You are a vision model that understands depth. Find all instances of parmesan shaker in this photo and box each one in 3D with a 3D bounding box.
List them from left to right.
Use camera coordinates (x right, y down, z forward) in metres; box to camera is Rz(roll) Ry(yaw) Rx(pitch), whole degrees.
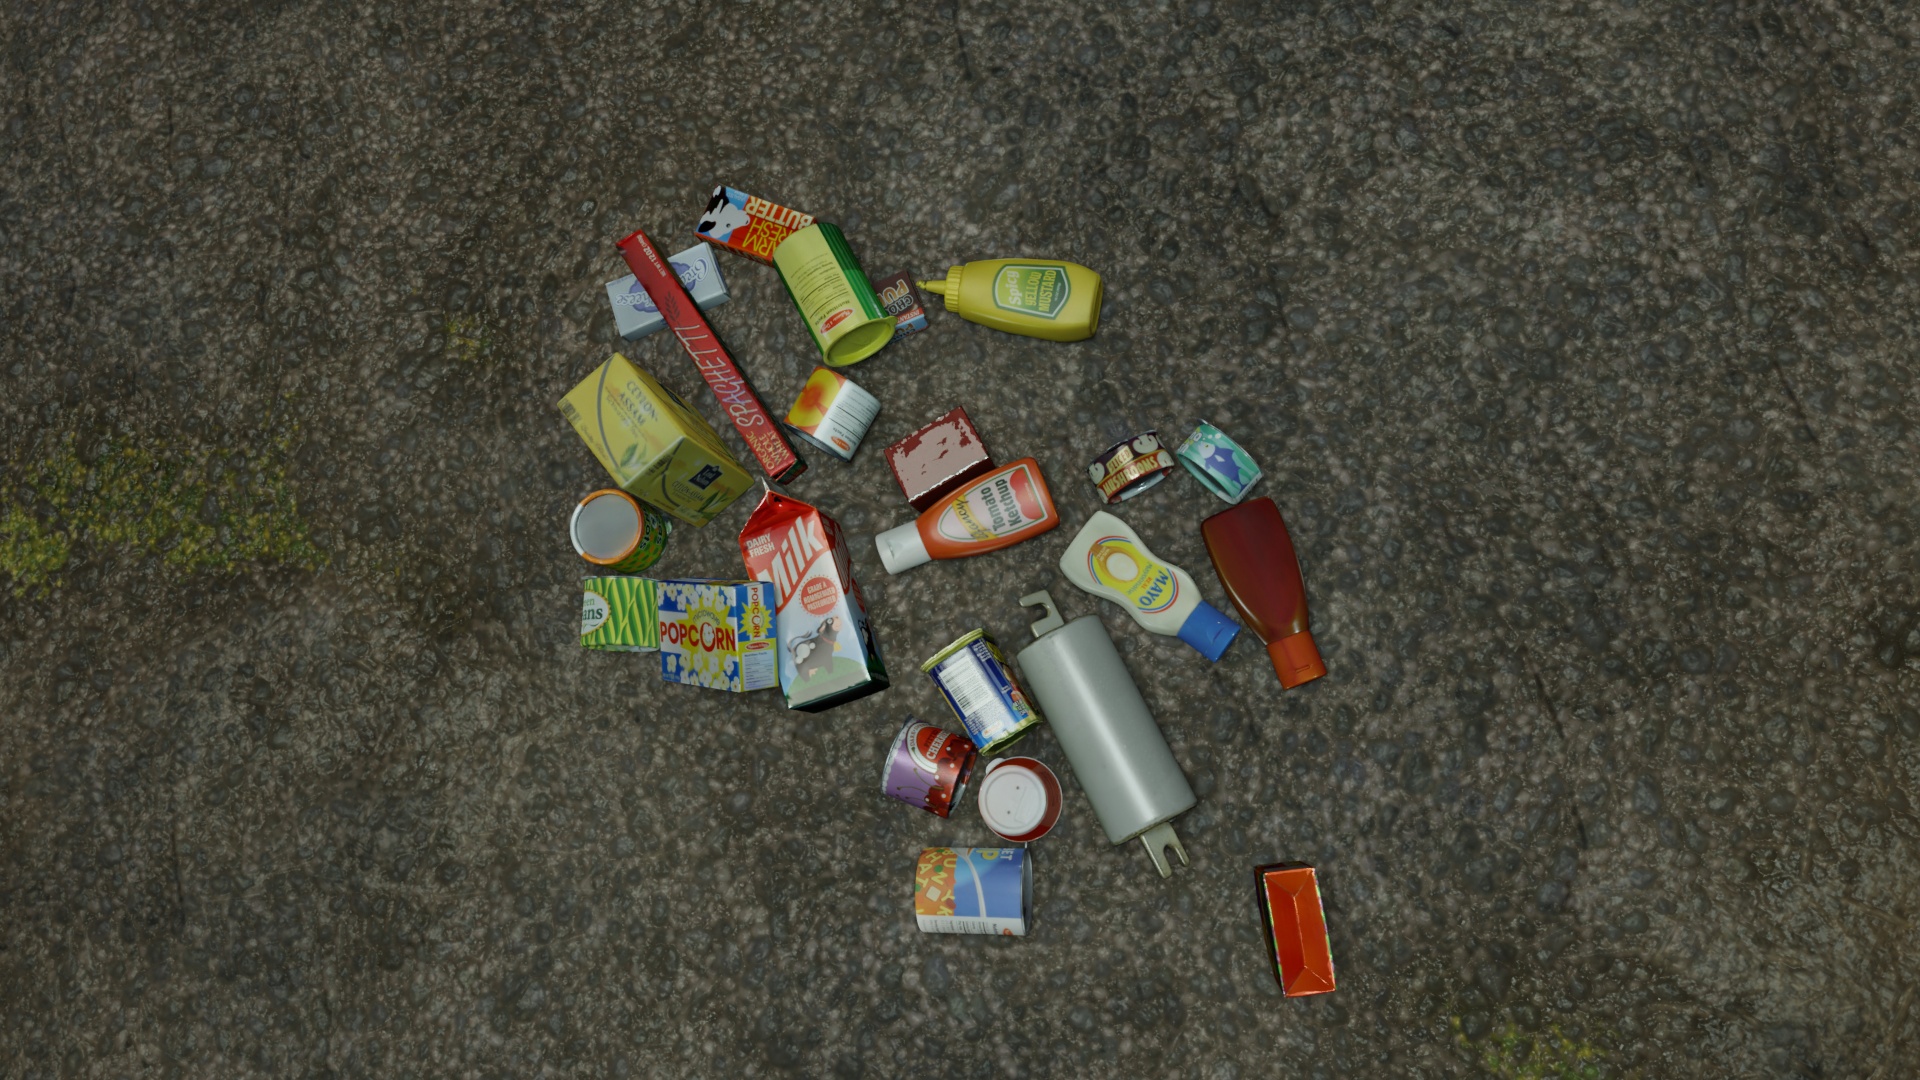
[{"bbox_3d":[-0.105,-0.208,1.165,0.071,0.071,0.103,-29,75,3],"label":"parmesan shaker"}]

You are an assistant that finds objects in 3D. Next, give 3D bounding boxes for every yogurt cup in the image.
[{"bbox_3d":[0.045,0.205,1.098,0.072,0.054,0.072,-2,80,9],"label":"yogurt cup"}]

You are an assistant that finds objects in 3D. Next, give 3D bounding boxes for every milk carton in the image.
[{"bbox_3d":[-0.126,0.041,1.150,0.073,0.072,0.191,-20,76,6],"label":"milk carton"}]

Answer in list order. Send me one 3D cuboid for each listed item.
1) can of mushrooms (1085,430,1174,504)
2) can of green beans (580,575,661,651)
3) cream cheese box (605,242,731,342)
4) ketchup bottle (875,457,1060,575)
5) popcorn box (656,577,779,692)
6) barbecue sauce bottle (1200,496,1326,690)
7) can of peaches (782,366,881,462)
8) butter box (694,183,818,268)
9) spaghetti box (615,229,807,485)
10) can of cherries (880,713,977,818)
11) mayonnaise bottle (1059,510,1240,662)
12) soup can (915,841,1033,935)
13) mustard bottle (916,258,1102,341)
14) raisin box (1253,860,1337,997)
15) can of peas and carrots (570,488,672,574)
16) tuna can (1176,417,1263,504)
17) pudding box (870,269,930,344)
[{"bbox_3d":[0.137,-0.059,1.125,0.071,0.071,0.033,-27,78,4],"label":"can of mushrooms"},{"bbox_3d":[-0.286,0.063,1.176,0.071,0.071,0.058,0,80,10],"label":"can of green beans"},{"bbox_3d":[-0.263,-0.223,1.249,0.104,0.024,0.053,-22,78,5],"label":"cream cheese box"},{"bbox_3d":[0.004,-0.014,1.153,0.149,0.043,0.065,-22,82,5],"label":"ketchup bottle"},{"bbox_3d":[-0.199,0.075,1.130,0.126,0.038,0.085,1,94,49],"label":"popcorn box"},{"bbox_3d":[0.245,0.043,1.102,0.065,0.043,0.149,-21,77,5],"label":"barbecue sauce bottle"},{"bbox_3d":[-0.110,-0.108,1.180,0.071,0.071,0.058,29,86,14],"label":"can of peaches"},{"bbox_3d":[-0.182,-0.278,1.246,0.103,0.024,0.053,22,83,13],"label":"butter box"},{"bbox_3d":[-0.213,-0.157,1.198,0.028,0.050,0.250,-35,84,2],"label":"spaghetti box"},{"bbox_3d":[-0.024,0.179,1.107,0.058,0.071,0.071,20,83,13],"label":"can of cherries"},{"bbox_3d":[0.155,0.041,1.118,0.148,0.041,0.065,36,85,15],"label":"mayonnaise bottle"},{"bbox_3d":[0.012,0.271,1.086,0.084,0.071,0.071,-1,79,10],"label":"soup can"},{"bbox_3d":[0.038,-0.208,1.182,0.160,0.048,0.065,8,79,11],"label":"mustard bottle"},{"bbox_3d":[0.242,0.281,1.014,0.040,0.123,0.086,-10,78,7],"label":"raisin box"},{"bbox_3d":[-0.291,-0.008,1.194,0.071,0.058,0.071,-2,80,9],"label":"can of peas and carrots"},{"bbox_3d":[0.206,-0.063,1.116,0.071,0.071,0.033,42,89,14],"label":"tuna can"},{"bbox_3d":[-0.074,-0.195,1.208,0.084,0.030,0.050,-22,77,5],"label":"pudding box"}]
